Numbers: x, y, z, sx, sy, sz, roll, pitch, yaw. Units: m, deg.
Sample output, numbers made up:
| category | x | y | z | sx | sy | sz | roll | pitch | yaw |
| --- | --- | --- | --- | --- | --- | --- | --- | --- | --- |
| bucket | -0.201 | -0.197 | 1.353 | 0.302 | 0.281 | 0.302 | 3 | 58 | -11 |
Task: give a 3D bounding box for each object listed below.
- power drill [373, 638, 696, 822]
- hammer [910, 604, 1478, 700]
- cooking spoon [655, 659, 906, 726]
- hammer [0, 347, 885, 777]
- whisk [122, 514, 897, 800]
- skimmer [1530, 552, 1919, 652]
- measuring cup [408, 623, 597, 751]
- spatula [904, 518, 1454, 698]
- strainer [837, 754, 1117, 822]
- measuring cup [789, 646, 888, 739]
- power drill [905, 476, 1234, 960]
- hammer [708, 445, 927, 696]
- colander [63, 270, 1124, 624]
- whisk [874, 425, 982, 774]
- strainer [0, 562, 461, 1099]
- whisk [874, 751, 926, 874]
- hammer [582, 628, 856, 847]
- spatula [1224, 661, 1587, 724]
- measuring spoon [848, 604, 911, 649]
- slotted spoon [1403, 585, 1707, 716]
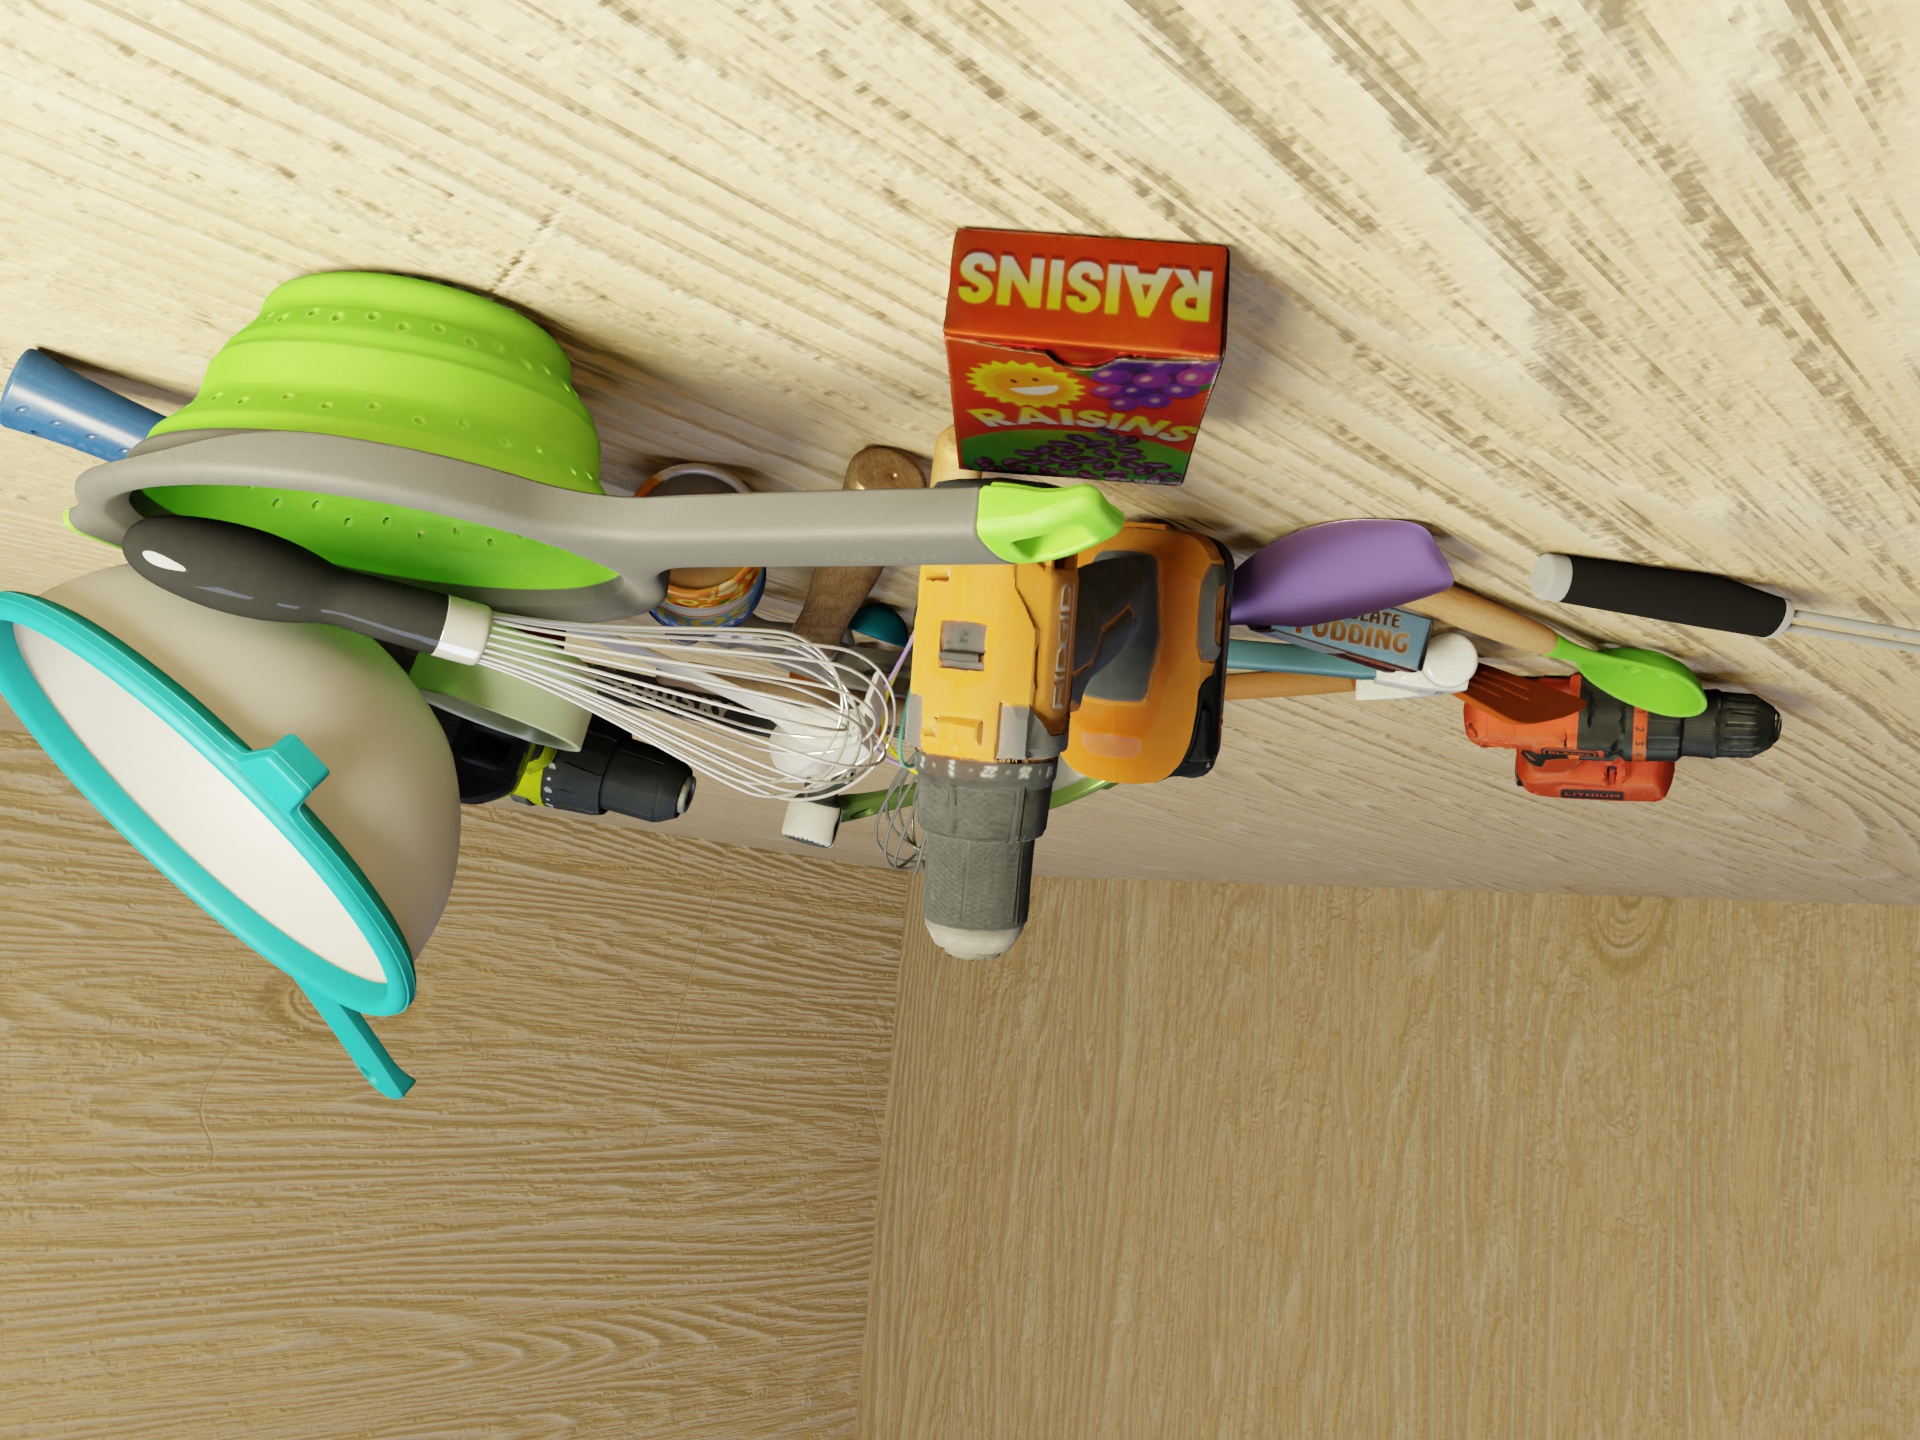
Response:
| category | x | y | z | sx | sy | sz | roll | pitch | yaw |
| --- | --- | --- | --- | --- | --- | --- | --- | --- | --- |
| power drill | -0.245 | 0.005 | 0.820 | 0.190 | 0.080 | 0.228 | 17 | 174 | 3 |
| hammer | 0.128 | -0.042 | 0.943 | 0.331 | 0.033 | 0.128 | 5 | 178 | 12 |
| cooking spoon | -0.028 | -0.003 | 0.939 | 0.318 | 0.017 | 0.069 | 10 | 179 | -30 |
| hammer | -0.218 | -0.064 | 0.729 | 0.405 | 0.035 | 0.144 | 24 | 164 | -20 |
| whisk | -0.151 | -0.023 | 0.582 | 0.284 | 0.070 | 0.070 | 16 | 167 | -27 |
| skimmer | 0.451 | -0.019 | 0.753 | 0.363 | 0.090 | 0.127 | 9 | 138 | -7 |
| measuring cup | -0.231 | -0.030 | 0.679 | 0.167 | 0.038 | 0.083 | 18 | 169 | 14 |
| spatula | 0.094 | -0.048 | 0.819 | 0.316 | 0.018 | 0.059 | -15 | 129 | 36 |
| strainer | 0.021 | 0.014 | 1.089 | 0.256 | 0.069 | 0.151 | -12 | 155 | -23 |
| measuring cup | -0.082 | -0.018 | 1.174 | 0.095 | 0.052 | 0.173 | 7 | 173 | -10 |
| power drill | 0.047 | -0.005 | 0.685 | 0.084 | 0.185 | 0.226 | 6 | -174 | 26 |
| hammer | -0.062 | -0.071 | 0.842 | 0.130 | 0.031 | 0.331 | 20 | 165 | -7 |
| colander | -0.132 | -0.100 | 0.556 | 0.397 | 0.094 | 0.204 | 2 | 170 | 25 |
| whisk | -0.007 | -0.043 | 0.745 | 0.051 | 0.047 | 0.244 | -28 | 152 | -24 |
| strainer | -0.263 | 0.051 | 0.669 | 0.211 | 0.095 | 0.340 | 26 | 147 | 21 |
| whisk | -0.002 | -0.003 | 0.865 | 0.055 | 0.055 | 0.238 | 7 | 128 | -13 |
| hammer | -0.258 | -0.035 | 1.043 | 0.409 | 0.149 | 0.036 | 13 | 172 | 9 |
| spatula | 0.241 | -0.017 | 1.040 | 0.081 | 0.041 | 0.323 | -12 | -174 | -41 |
| measuring spoon | -0.042 | -0.060 | 1.031 | 0.042 | 0.021 | 0.128 | 19 | -178 | 10 |
| slotted spoon | 0.301 | -0.049 | 0.854 | 0.313 | 0.031 | 0.070 | 14 | 178 | -34 |
